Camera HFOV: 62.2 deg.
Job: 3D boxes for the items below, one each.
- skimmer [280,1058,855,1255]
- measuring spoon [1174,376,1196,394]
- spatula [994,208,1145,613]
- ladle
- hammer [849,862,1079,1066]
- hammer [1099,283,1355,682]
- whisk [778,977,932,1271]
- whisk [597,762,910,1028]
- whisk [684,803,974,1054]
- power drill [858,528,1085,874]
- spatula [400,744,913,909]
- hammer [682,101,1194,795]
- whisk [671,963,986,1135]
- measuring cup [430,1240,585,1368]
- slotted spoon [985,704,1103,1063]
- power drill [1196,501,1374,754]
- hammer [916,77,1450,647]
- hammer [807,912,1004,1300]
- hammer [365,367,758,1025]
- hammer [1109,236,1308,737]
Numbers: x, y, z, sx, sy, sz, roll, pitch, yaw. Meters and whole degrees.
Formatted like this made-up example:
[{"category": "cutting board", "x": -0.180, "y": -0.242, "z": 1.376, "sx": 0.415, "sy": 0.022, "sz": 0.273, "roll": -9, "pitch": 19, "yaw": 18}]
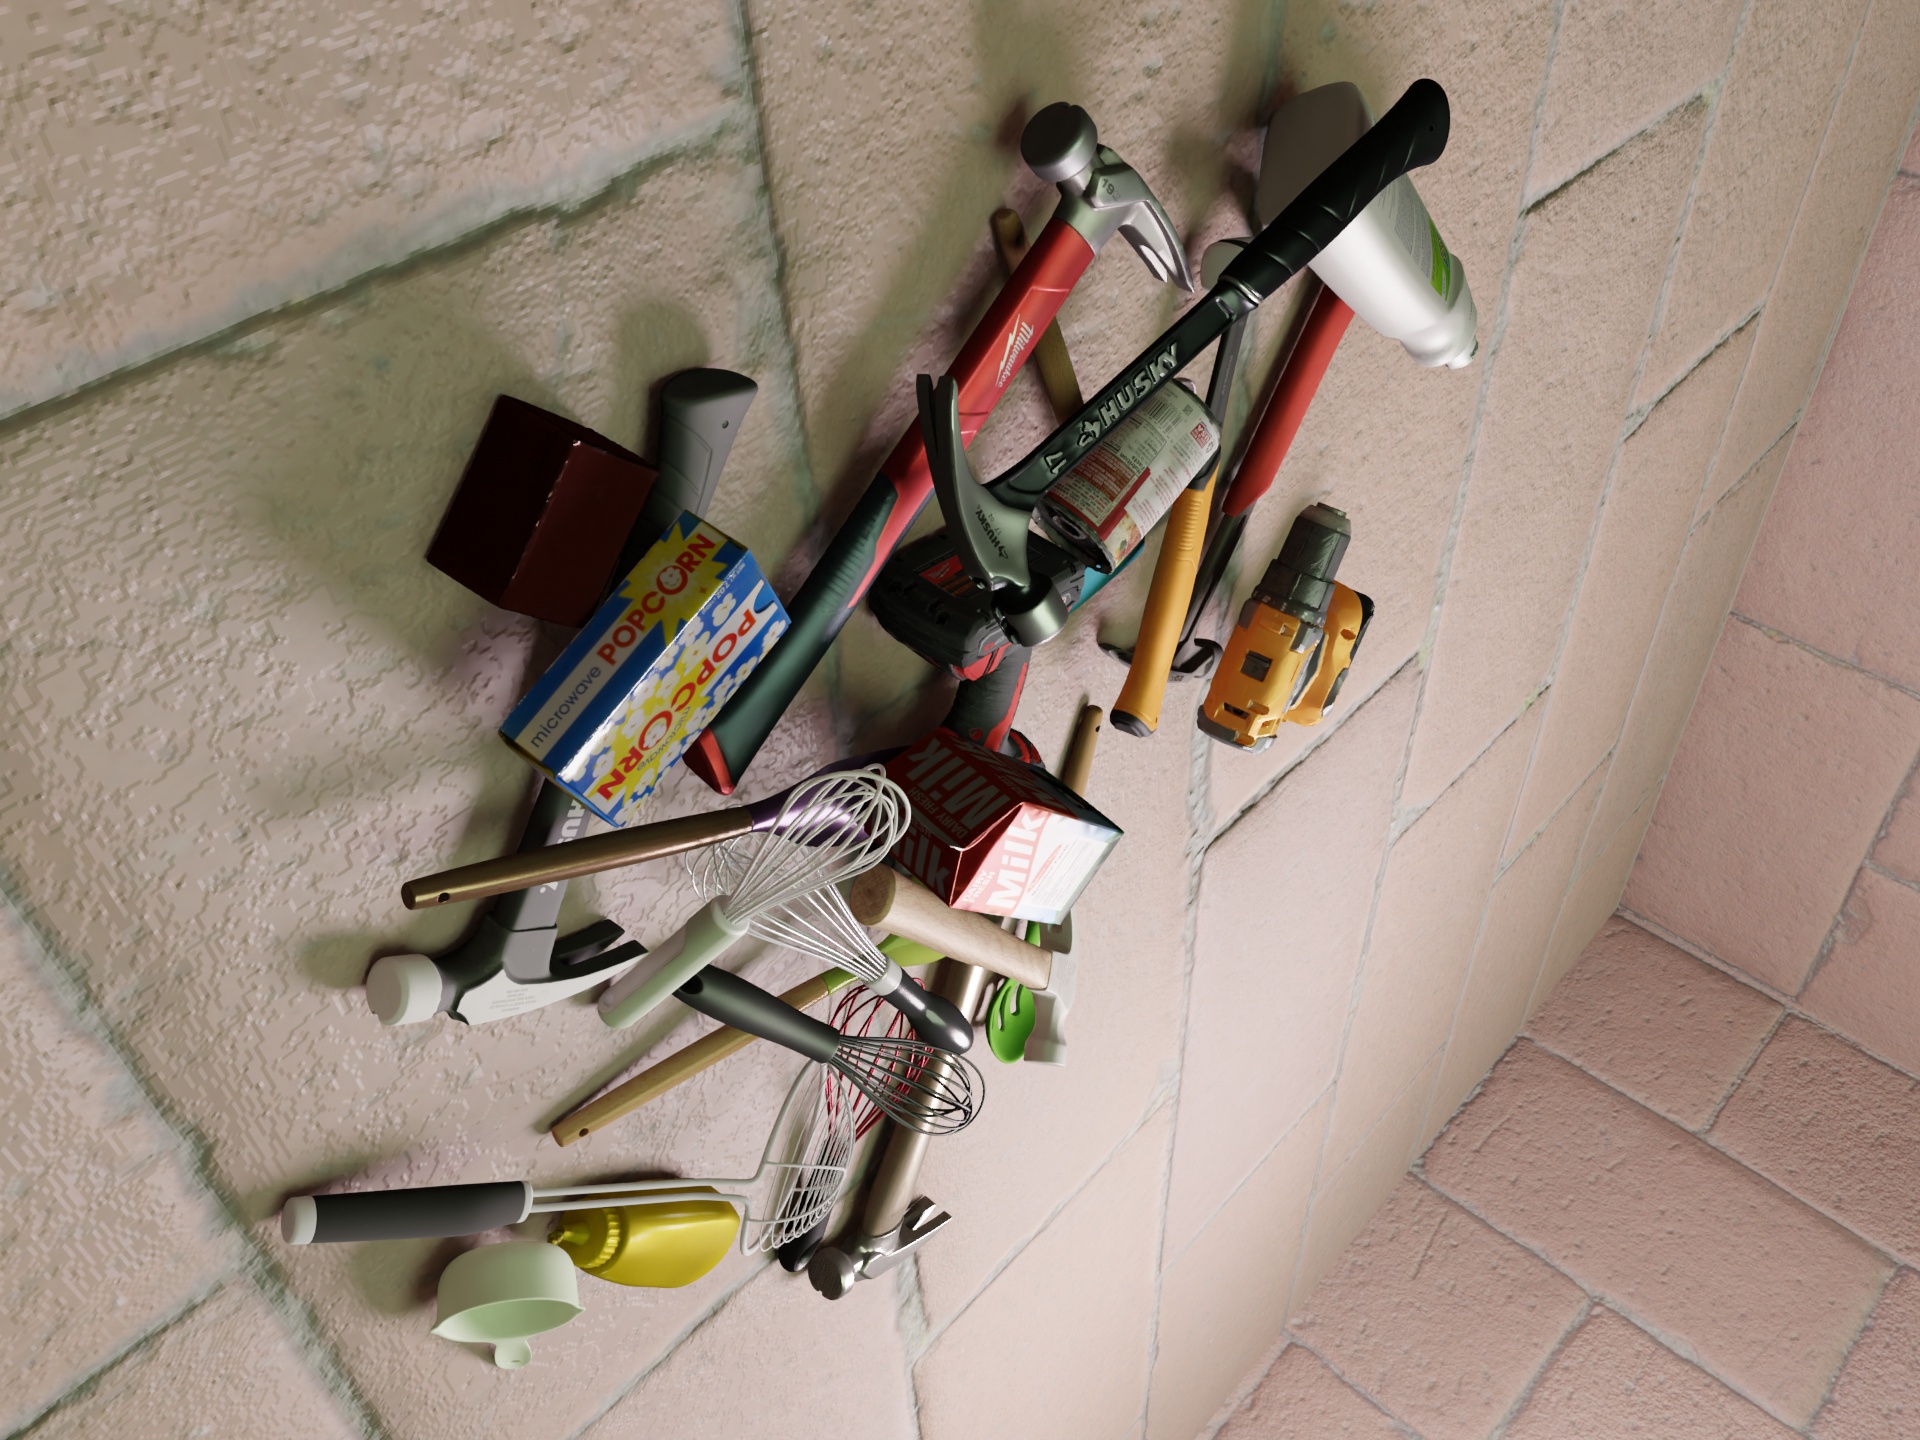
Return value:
[{"category": "skimmer", "x": -0.204, "y": 0.254, "z": 0.902, "sx": 0.363, "sy": 0.090, "sz": 0.127, "roll": 9, "pitch": 101, "yaw": -40}, {"category": "measuring spoon", "x": 0.116, "y": -0.171, "z": 1.044, "sx": 0.034, "sy": 0.018, "sz": 0.124, "roll": 0, "pitch": 124, "yaw": -54}, {"category": "spatula", "x": 0.062, "y": -0.173, "z": 0.949, "sx": 0.082, "sy": 0.044, "sz": 0.317, "roll": -40, "pitch": 140, "yaw": -12}, {"category": "ladle", "x": -0.115, "y": 0.171, "z": 0.992, "sx": 0.320, "sy": 0.062, "sz": 0.078, "roll": -26, "pitch": 133, "yaw": -32}, {"category": "hammer", "x": 0.013, "y": 0.139, "z": 1.018, "sx": 0.331, "sy": 0.031, "sz": 0.130, "roll": 38, "pitch": 57, "yaw": -62}, {"category": "hammer", "x": 0.215, "y": -0.193, "z": 1.141, "sx": 0.149, "sy": 0.037, "sz": 0.359, "roll": 3, "pitch": 114, "yaw": -56}, {"category": "whisk", "x": -0.083, "y": 0.289, "z": 1.120, "sx": 0.073, "sy": 0.073, "sz": 0.295, "roll": -18, "pitch": 138, "yaw": -47}, {"category": "whisk", "x": -0.115, "y": 0.096, "z": 0.822, "sx": 0.059, "sy": 0.058, "sz": 0.246, "roll": 32, "pitch": 125, "yaw": -28}, {"category": "whisk", "x": -0.064, "y": 0.137, "z": 0.950, "sx": 0.070, "sy": 0.070, "sz": 0.284, "roll": -52, "pitch": 134, "yaw": -10}, {"category": "power drill", "x": -0.002, "y": -0.003, "z": 0.962, "sx": 0.143, "sy": 0.079, "sz": 0.219, "roll": -32, "pitch": 143, "yaw": -36}, {"category": "spatula", "x": -0.129, "y": 0.057, "z": 0.797, "sx": 0.315, "sy": 0.018, "sz": 0.059, "roll": -10, "pitch": 126, "yaw": -46}, {"category": "hammer", "x": -0.017, "y": -0.122, "z": 0.841, "sx": 0.386, "sy": 0.038, "sz": 0.143, "roll": -56, "pitch": 141, "yaw": 1}, {"category": "whisk", "x": -0.079, "y": 0.194, "z": 0.960, "sx": 0.238, "sy": 0.055, "sz": 0.055, "roll": 31, "pitch": 90, "yaw": -29}, {"category": "measuring cup", "x": -0.262, "y": 0.342, "z": 0.923, "sx": 0.083, "sy": 0.038, "sz": 0.167, "roll": -3, "pitch": 147, "yaw": -16}, {"category": "slotted spoon", "x": 0.066, "y": 0.129, "z": 1.218, "sx": 0.070, "sy": 0.031, "sz": 0.313, "roll": -18, "pitch": 129, "yaw": -48}, {"category": "power drill", "x": 0.259, "y": -0.074, "z": 1.219, "sx": 0.226, "sy": 0.084, "sz": 0.185, "roll": -12, "pitch": 125, "yaw": -68}, {"category": "hammer", "x": 0.135, "y": -0.224, "z": 0.853, "sx": 0.409, "sy": 0.036, "sz": 0.149, "roll": -45, "pitch": 125, "yaw": -19}, {"category": "hammer", "x": -0.011, "y": 0.252, "z": 1.206, "sx": 0.146, "sy": 0.038, "sz": 0.410, "roll": -14, "pitch": 127, "yaw": -52}, {"category": "hammer", "x": -0.167, "y": -0.007, "z": 0.757, "sx": 0.146, "sy": 0.035, "sz": 0.334, "roll": 3, "pitch": 114, "yaw": -55}, {"category": "hammer", "x": 0.154, "y": -0.146, "z": 1.048, "sx": 0.127, "sy": 0.034, "sz": 0.336, "roll": -30, "pitch": 137, "yaw": -58}]
